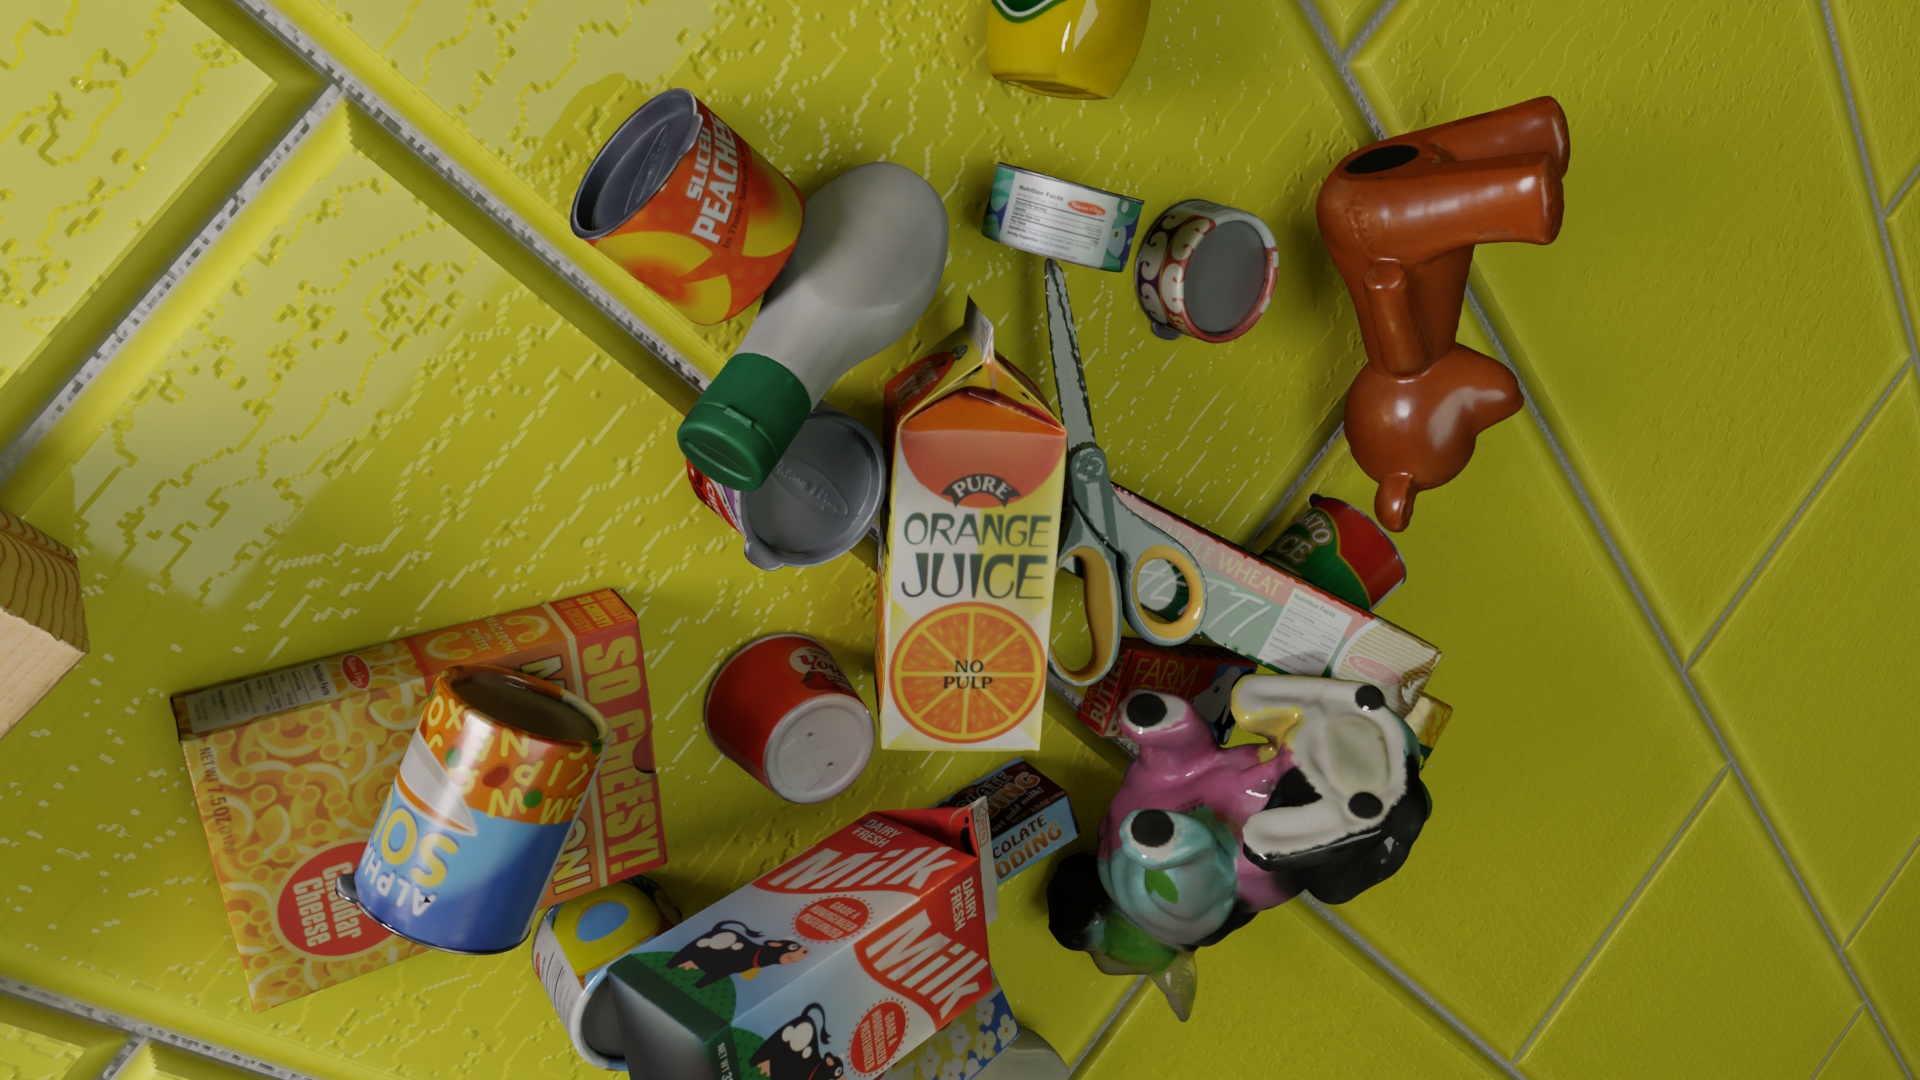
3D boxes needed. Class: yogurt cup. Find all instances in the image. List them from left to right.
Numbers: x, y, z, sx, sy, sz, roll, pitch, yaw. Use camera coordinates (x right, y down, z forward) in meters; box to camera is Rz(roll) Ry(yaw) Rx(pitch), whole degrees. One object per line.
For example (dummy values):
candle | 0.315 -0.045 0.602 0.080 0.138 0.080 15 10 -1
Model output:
yogurt cup | -0.074 0.082 0.626 0.072 0.054 0.072 -13 117 -28

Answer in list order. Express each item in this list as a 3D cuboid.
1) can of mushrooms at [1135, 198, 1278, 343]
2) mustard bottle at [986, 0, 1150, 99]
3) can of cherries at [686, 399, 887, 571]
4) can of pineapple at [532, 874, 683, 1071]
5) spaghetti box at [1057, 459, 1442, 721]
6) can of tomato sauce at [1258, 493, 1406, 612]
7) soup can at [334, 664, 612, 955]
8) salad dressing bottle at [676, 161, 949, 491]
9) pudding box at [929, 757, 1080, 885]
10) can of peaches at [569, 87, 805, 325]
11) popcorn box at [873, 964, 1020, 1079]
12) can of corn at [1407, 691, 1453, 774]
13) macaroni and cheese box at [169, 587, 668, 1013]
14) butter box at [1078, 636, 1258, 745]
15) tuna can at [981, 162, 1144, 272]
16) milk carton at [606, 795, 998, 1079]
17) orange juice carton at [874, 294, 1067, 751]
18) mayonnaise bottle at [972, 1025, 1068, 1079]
can of mushrooms | 0.121 -0.129 0.681 0.071 0.033 0.070 -14 117 -30
mustard bottle | 0.052 -0.263 0.560 0.049 0.065 0.160 1 103 -40
can of cherries | -0.075 -0.028 0.576 0.072 0.058 0.071 -15 118 -29
can of pineapple | -0.148 0.191 0.619 0.071 0.058 0.070 -14 117 -29
spaghetti box | 0.133 0.026 0.705 0.250 0.029 0.050 25 95 -17
can of tomato sauce | 0.194 0.025 0.777 0.083 0.071 0.071 -40 127 -13
soup can | -0.174 0.095 0.502 0.071 0.071 0.083 20 97 -38
salad dressing bottle | -0.056 -0.084 0.536 0.064 0.043 0.148 32 59 -2
pudding box | 0.013 0.151 0.717 0.084 0.050 0.030 -26 117 -22
can of peaches | -0.098 -0.122 0.511 0.058 0.071 0.071 37 87 -40
popcorn box | -0.035 0.241 0.687 0.127 0.038 0.085 -27 96 -44
can of corn | 0.263 0.115 0.858 0.071 0.071 0.058 23 95 -38
macaroni and cheese box | -0.206 0.099 0.553 0.167 0.040 0.123 -15 118 -29
butter box | 0.117 0.084 0.776 0.103 0.024 0.053 10 105 -37
tuna can | 0.044 -0.141 0.605 0.071 0.071 0.032 4 109 -35
milk carton | -0.050 0.183 0.612 0.191 0.073 0.072 -23 116 -41
orange juice carton | 0.002 -0.008 0.613 0.073 0.072 0.191 1 110 -7
mayonnaise bottle | -0.002 0.287 0.772 0.065 0.041 0.148 -52 127 -6
